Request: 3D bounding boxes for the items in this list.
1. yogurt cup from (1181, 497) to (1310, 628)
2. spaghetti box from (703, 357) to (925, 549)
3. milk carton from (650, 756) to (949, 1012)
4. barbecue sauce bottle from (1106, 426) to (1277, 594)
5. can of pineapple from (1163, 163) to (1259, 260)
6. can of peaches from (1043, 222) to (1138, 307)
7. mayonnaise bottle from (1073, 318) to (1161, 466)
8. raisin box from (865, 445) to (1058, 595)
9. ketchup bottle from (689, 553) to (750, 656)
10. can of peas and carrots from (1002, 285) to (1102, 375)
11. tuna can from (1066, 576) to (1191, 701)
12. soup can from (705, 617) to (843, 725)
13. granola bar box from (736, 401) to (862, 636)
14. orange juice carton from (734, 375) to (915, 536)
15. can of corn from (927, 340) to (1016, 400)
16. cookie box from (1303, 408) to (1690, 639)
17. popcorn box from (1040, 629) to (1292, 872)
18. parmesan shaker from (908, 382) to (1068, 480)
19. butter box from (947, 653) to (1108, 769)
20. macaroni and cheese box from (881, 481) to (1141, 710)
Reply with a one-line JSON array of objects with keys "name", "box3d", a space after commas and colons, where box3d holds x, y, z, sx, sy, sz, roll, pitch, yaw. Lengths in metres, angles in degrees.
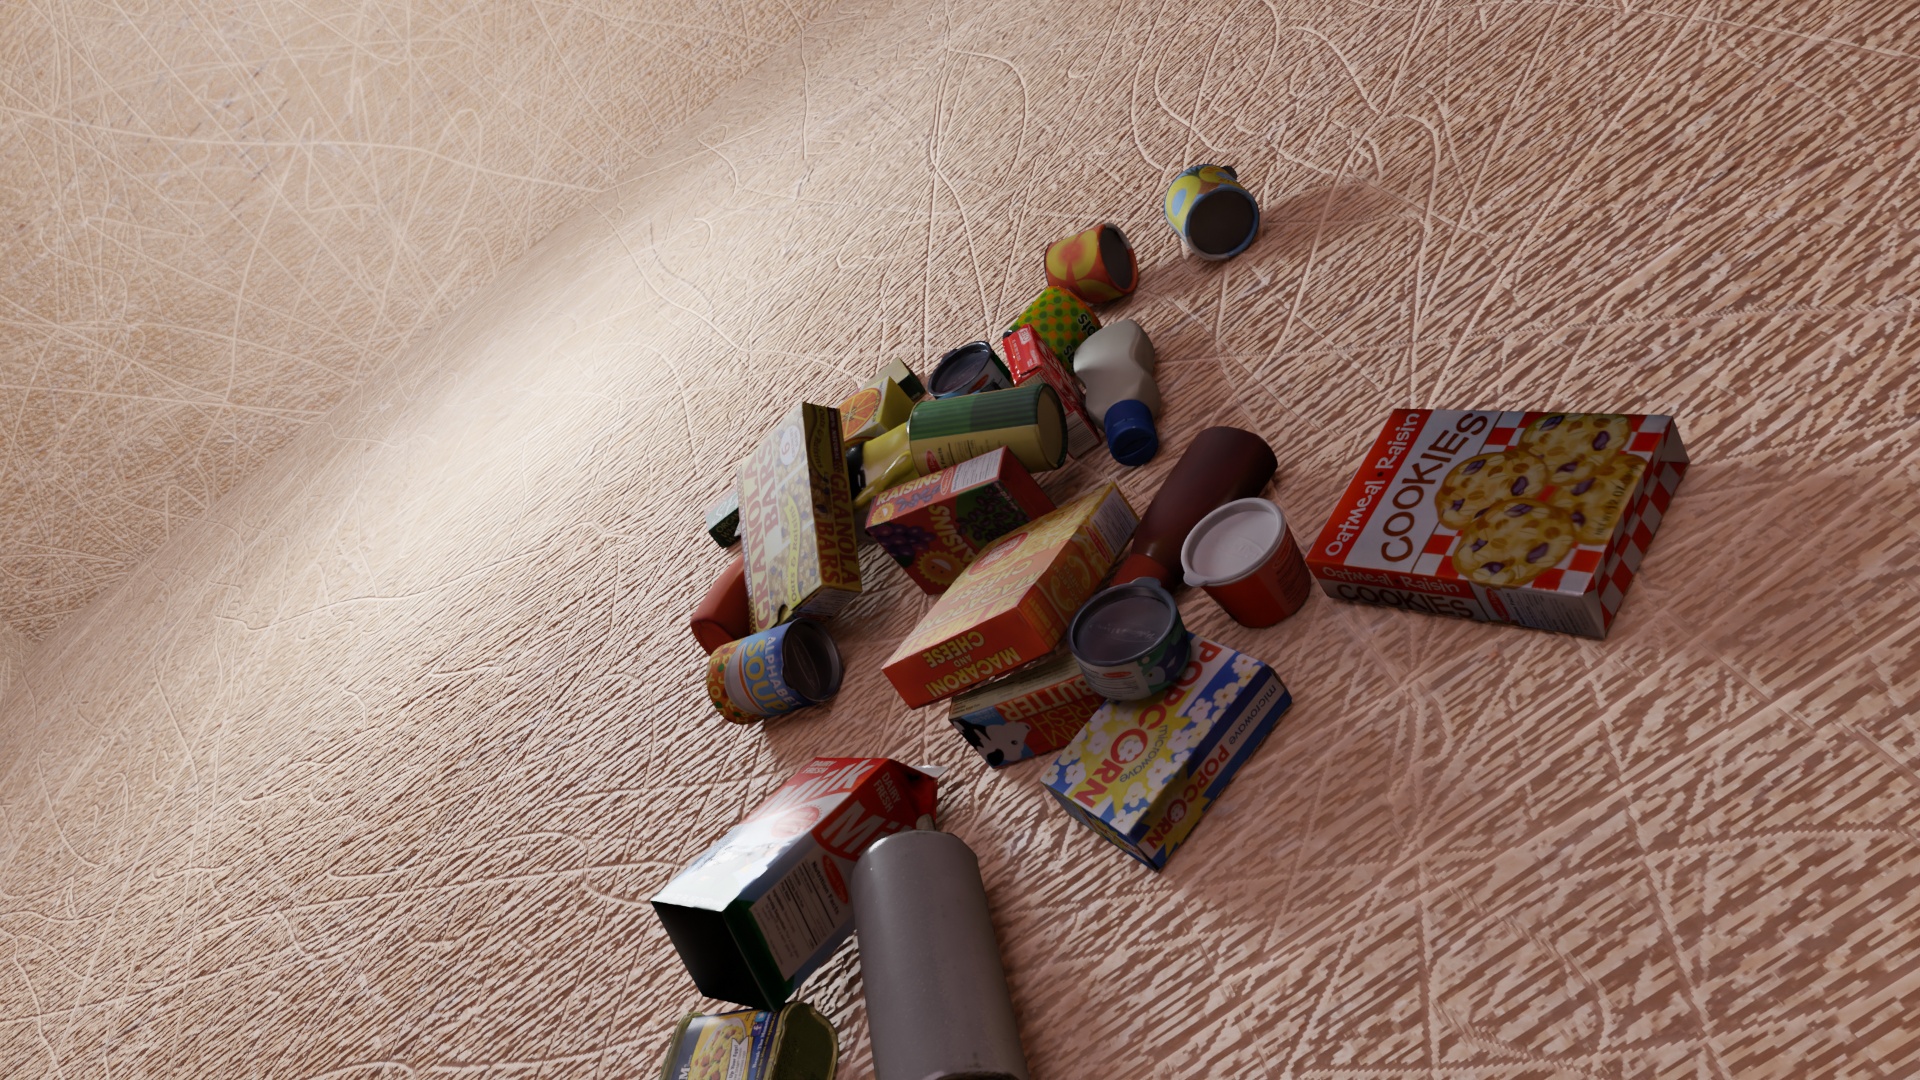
[{"name": "yogurt cup", "box3d": [0.175, 0.016, 0.839, 0.072, 0.053, 0.073, -28, 33, 20]}, {"name": "spaghetti box", "box3d": [-0.143, -0.084, 1.337, 0.250, 0.028, 0.050, -38, 30, 4]}, {"name": "milk carton", "box3d": [-0.086, 0.192, 0.850, 0.072, 0.073, 0.191, -7, 22, 44]}, {"name": "barbecue sauce bottle", "box3d": [0.146, -0.008, 0.912, 0.065, 0.043, 0.149, 10, 57, 54]}, {"name": "can of pineapple", "box3d": [0.210, -0.276, 1.160, 0.071, 0.071, 0.058, -35, 32, 10]}, {"name": "can of peaches", "box3d": [0.115, -0.237, 1.219, 0.058, 0.071, 0.071, -14, 39, 36]}, {"name": "mayonnaise bottle", "box3d": [0.125, -0.113, 1.073, 0.064, 0.041, 0.149, -30, 33, 20]}, {"name": "raisin box", "box3d": [0.004, -0.013, 1.031, 0.123, 0.086, 0.040, -19, 38, 31]}, {"name": "ketchup bottle", "box3d": [-0.172, 0.037, 1.185, 0.043, 0.064, 0.149, -8, 38, 34]}, {"name": "can of peas and carrots", "box3d": [0.080, -0.171, 1.172, 0.059, 0.070, 0.071, -48, 31, -13]}, {"name": "tuna can", "box3d": [0.099, 0.057, 0.803, 0.071, 0.032, 0.071, -17, 36, 13]}, {"name": "soup can", "box3d": [-0.145, 0.102, 1.062, 0.083, 0.071, 0.072, -20, 36, 32]}, {"name": "granola bar box", "box3d": [-0.134, -0.010, 1.120, 0.123, 0.039, 0.166, -39, 51, 45]}, {"name": "orange juice carton", "box3d": [-0.123, -0.063, 1.245, 0.192, 0.073, 0.072, -25, 34, 24]}, {"name": "can of corn", "box3d": [0.014, -0.129, 1.196, 0.071, 0.058, 0.071, -28, 33, 20]}, {"name": "cookie box", "box3d": [0.291, -0.015, 0.767, 0.167, 0.040, 0.123, 8, 55, 50]}, {"name": "popcorn box", "box3d": [0.117, 0.114, 0.792, 0.127, 0.038, 0.085, -48, 32, -13]}, {"name": "parmesan shaker", "box3d": [0.023, -0.077, 1.039, 0.103, 0.071, 0.072, -6, 43, 24]}, {"name": "butter box", "box3d": [0.049, 0.105, 0.863, 0.103, 0.053, 0.024, -23, 33, 26]}, {"name": "macaroni and cheese box", "box3d": [0.037, 0.036, 0.915, 0.123, 0.040, 0.167, -27, 13, 38]}]
